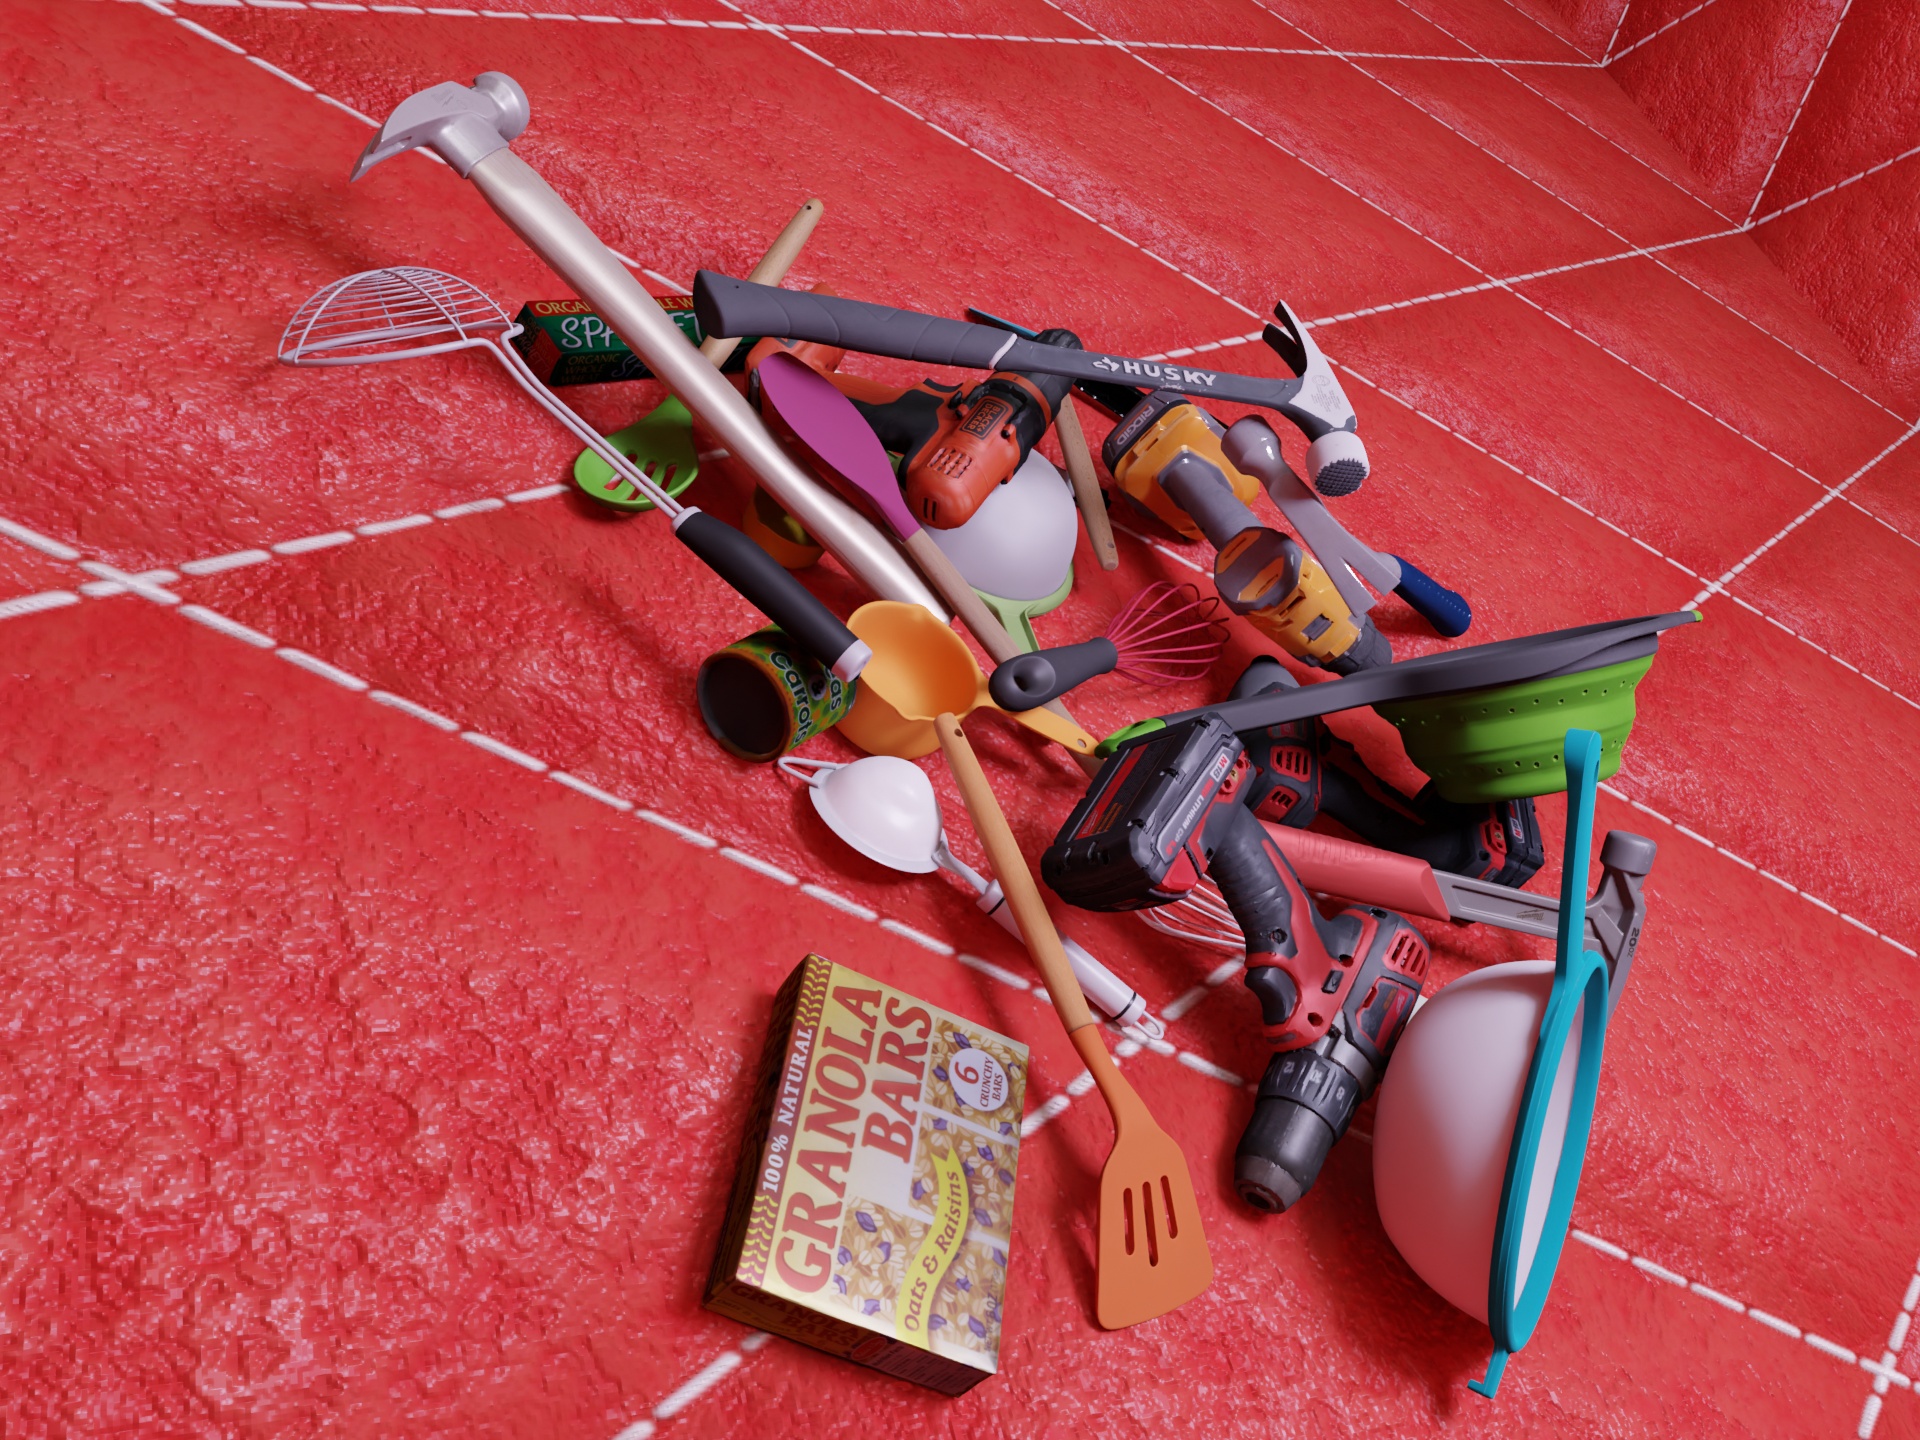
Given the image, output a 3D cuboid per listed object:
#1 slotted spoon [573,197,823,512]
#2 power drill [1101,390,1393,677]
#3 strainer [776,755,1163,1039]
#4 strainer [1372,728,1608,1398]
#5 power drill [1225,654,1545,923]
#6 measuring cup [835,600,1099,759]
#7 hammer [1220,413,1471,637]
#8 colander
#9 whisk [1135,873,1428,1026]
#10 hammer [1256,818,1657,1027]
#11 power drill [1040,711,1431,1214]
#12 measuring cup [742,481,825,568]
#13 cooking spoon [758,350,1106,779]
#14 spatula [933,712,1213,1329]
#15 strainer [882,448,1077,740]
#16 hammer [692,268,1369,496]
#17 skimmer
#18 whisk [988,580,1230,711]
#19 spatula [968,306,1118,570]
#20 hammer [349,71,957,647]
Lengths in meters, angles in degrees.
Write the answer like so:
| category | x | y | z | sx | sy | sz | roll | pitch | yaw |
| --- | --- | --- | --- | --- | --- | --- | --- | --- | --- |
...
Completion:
| category | x | y | z | sx | sy | sz | roll | pitch | yaw |
| --- | --- | --- | --- | --- | --- | --- | --- | --- | --- |
| slotted spoon | -0.151 | -0.235 | 1.001 | 0.070 | 0.031 | 0.314 | 17 | 55 | 10 |
| power drill | 0.213 | -0.123 | 1.138 | 0.185 | 0.084 | 0.226 | 28 | 24 | -44 |
| strainer | 0.013 | 0.089 | 0.865 | 0.258 | 0.050 | 0.087 | 40 | 25 | -3 |
| strainer | 0.272 | 0.158 | 0.828 | 0.095 | 0.340 | 0.211 | 10 | 25 | 30 |
| power drill | 0.276 | 0.039 | 1.077 | 0.219 | 0.078 | 0.143 | 22 | 43 | -13 |
| measuring cup | -0.001 | -0.003 | 0.930 | 0.173 | 0.052 | 0.095 | 25 | 42 | -19 |
| hammer | 0.308 | -0.108 | 1.148 | 0.405 | 0.035 | 0.144 | 13 | 40 | -59 |
| colander | 0.274 | 0.013 | 0.979 | 0.397 | 0.204 | 0.094 | -12 | 91 | -17 |
| whisk | 0.199 | 0.137 | 0.953 | 0.246 | 0.059 | 0.058 | 29 | 84 | -16 |
| hammer | 0.262 | 0.108 | 0.997 | 0.359 | 0.149 | 0.037 | 14 | 7 | -13 |
| power drill | 0.148 | 0.129 | 0.852 | 0.226 | 0.080 | 0.188 | 47 | 56 | -15 |
| measuring cup | -0.137 | -0.154 | 0.991 | 0.062 | 0.029 | 0.157 | -22 | 65 | -46 |
| cooking spoon | -0.013 | -0.090 | 0.949 | 0.319 | 0.017 | 0.069 | 51 | 34 | -6 |
| spatula | 0.046 | 0.140 | 0.813 | 0.081 | 0.041 | 0.323 | -4 | 61 | -40 |
| strainer | 0.038 | -0.105 | 1.038 | 0.151 | 0.069 | 0.257 | 7 | 47 | -31 |
| hammer | 0.045 | -0.223 | 0.956 | 0.408 | 0.036 | 0.149 | 6 | 51 | -14 |
| skimmer | -0.204 | -0.124 | 0.853 | 0.363 | 0.090 | 0.127 | 40 | 32 | 5 |
| whisk | 0.097 | -0.043 | 0.997 | 0.073 | 0.073 | 0.296 | 49 | 31 | 13 |
| spatula | 0.073 | -0.219 | 1.184 | 0.082 | 0.044 | 0.318 | 14 | 44 | -28 |
| hammer | -0.155 | -0.190 | 0.907 | 0.410 | 0.038 | 0.146 | 45 | 32 | -14 |
